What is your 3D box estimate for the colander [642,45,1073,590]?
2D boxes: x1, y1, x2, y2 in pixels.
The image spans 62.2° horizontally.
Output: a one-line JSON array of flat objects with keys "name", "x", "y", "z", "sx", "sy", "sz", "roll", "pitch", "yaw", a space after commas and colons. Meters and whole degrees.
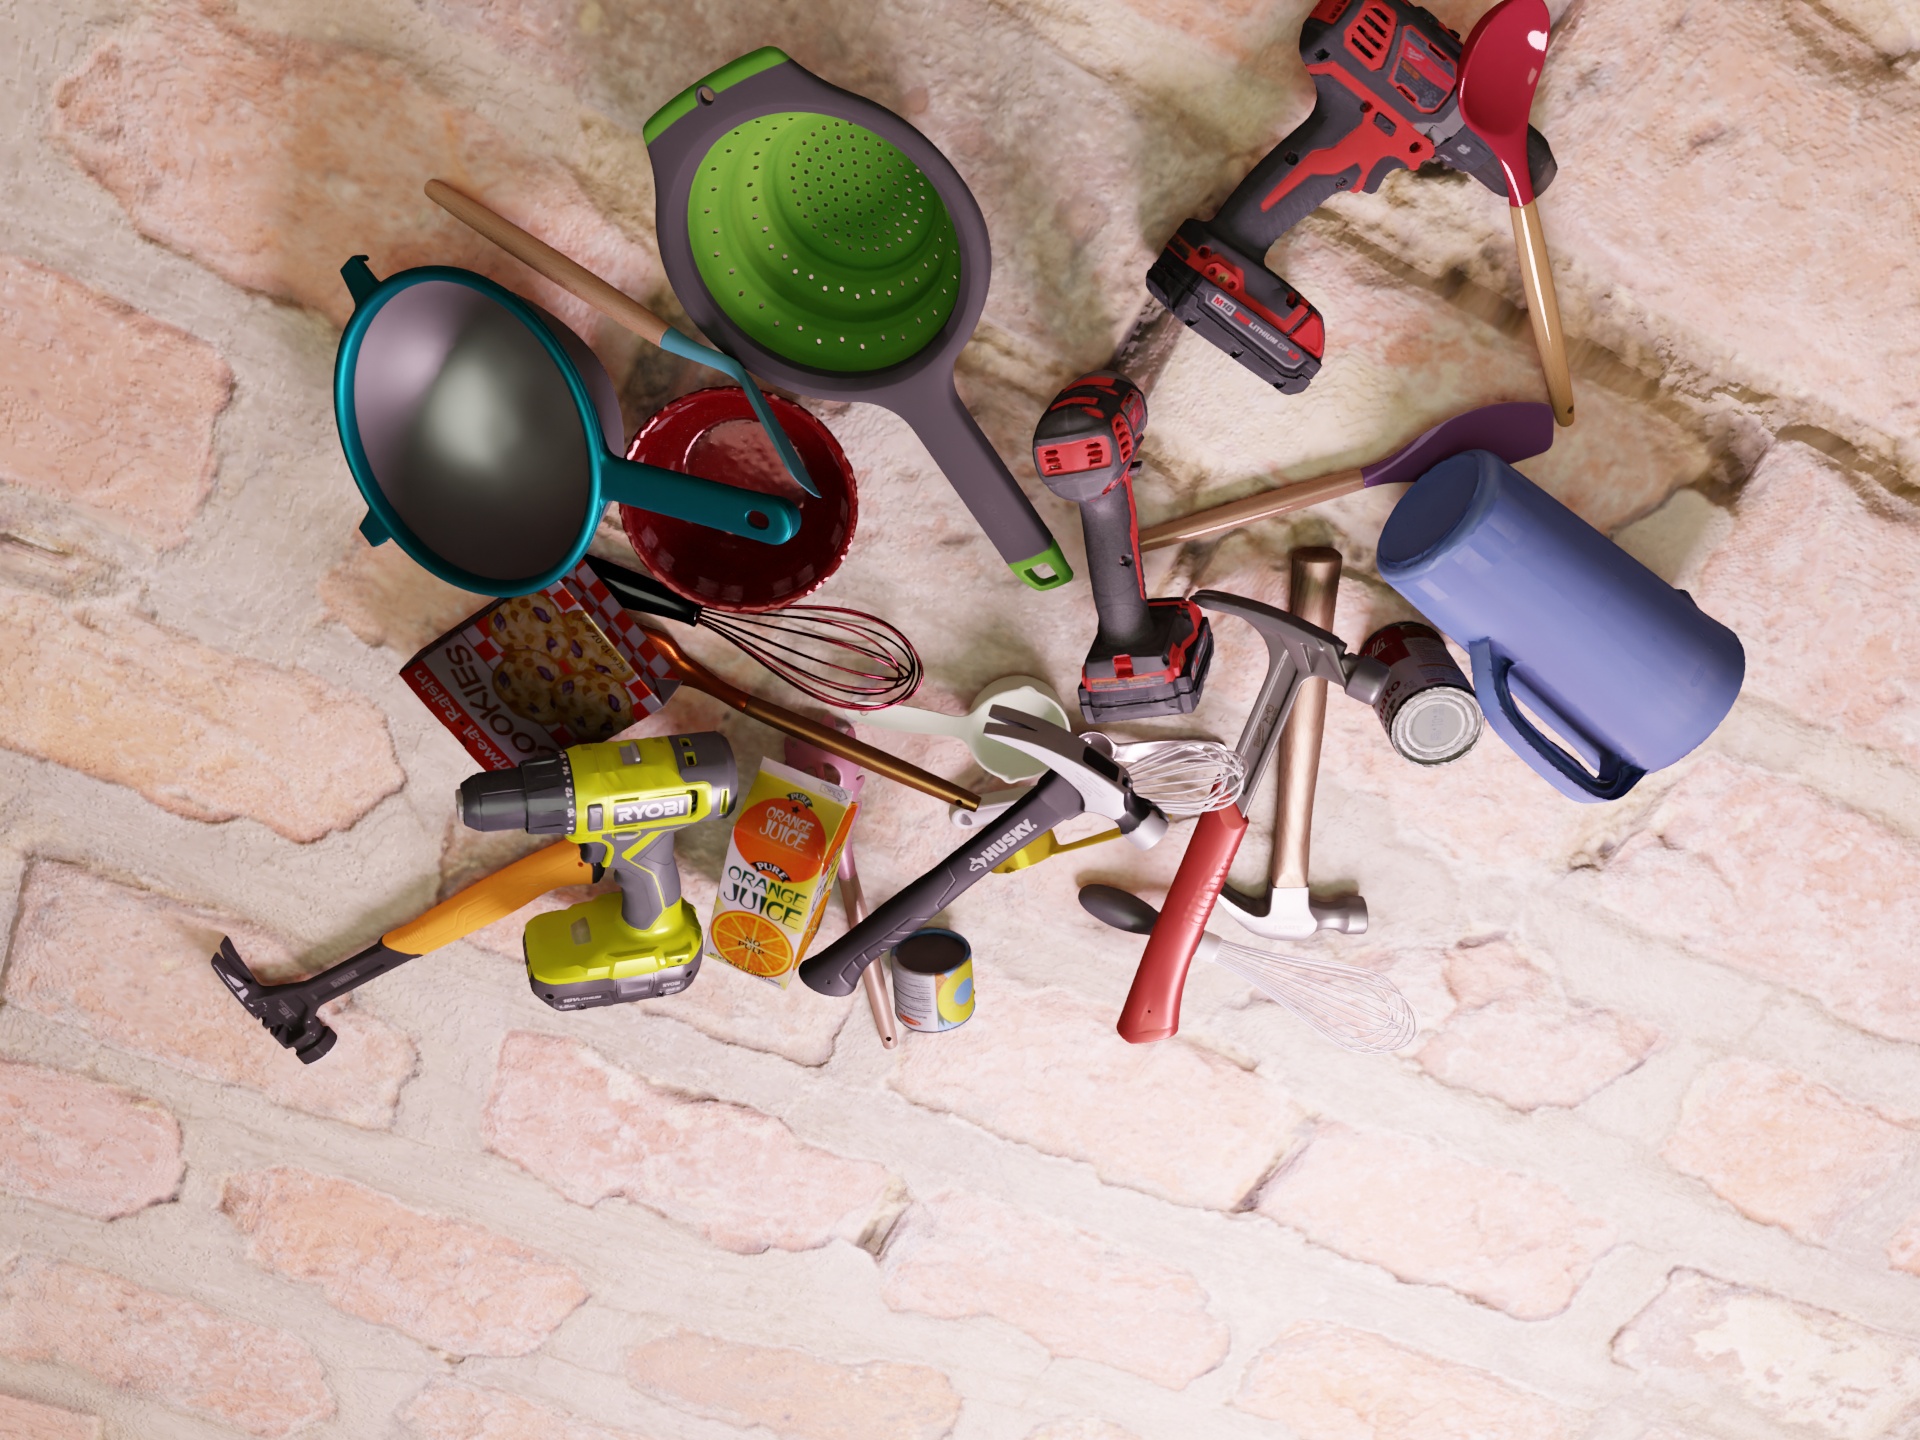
[{"name": "colander", "x": -0.032, "y": -0.250, "z": 1.014, "sx": 0.204, "sy": 0.095, "sz": 0.396, "roll": -17, "pitch": 126, "yaw": 31}]

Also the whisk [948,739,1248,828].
[{"name": "whisk", "x": 0.096, "y": 0.054, "z": 1.171, "sx": 0.246, "sy": 0.059, "sz": 0.057, "roll": -11, "pitch": 122, "yaw": 31}]

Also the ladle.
[{"name": "ladle", "x": 0.354, "y": -0.302, "z": 0.985, "sx": 0.069, "sy": 0.031, "sz": 0.315, "roll": -38, "pitch": 133, "yaw": -5}]

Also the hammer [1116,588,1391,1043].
[{"name": "hammer", "x": 0.181, "y": 0.086, "z": 1.185, "sx": 0.149, "sy": 0.037, "sz": 0.359, "roll": 26, "pitch": 114, "yaw": 16}]

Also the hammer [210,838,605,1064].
[{"name": "hammer", "x": -0.431, "y": 0.164, "z": 1.271, "sx": 0.337, "sy": 0.034, "sz": 0.127, "roll": -26, "pitch": 116, "yaw": 13}]

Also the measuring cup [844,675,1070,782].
[{"name": "measuring cup", "x": -0.002, "y": -0.004, "z": 1.183, "sx": 0.167, "sy": 0.038, "sz": 0.083, "roll": 8, "pitch": 118, "yaw": -3}]

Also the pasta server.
[{"name": "pasta server", "x": -0.084, "y": 0.138, "z": 1.266, "sx": 0.060, "sy": 0.040, "sz": 0.316, "roll": -9, "pitch": 122, "yaw": 4}]

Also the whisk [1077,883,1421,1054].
[{"name": "whisk", "x": 0.225, "y": 0.192, "z": 1.254, "sx": 0.284, "sy": 0.070, "sz": 0.070, "roll": 22, "pitch": 117, "yaw": 7}]

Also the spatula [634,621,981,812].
[{"name": "spatula", "x": -0.137, "y": 0.003, "z": 1.162, "sx": 0.322, "sy": 0.041, "sz": 0.081, "roll": 23, "pitch": 122, "yaw": 2}]

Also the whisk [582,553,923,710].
[{"name": "whisk", "x": -0.168, "y": -0.073, "z": 1.136, "sx": 0.296, "sy": 0.073, "sz": 0.073, "roll": 17, "pitch": 117, "yaw": -2}]

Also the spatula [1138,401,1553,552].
[{"name": "spatula", "x": 0.254, "y": -0.163, "z": 1.107, "sx": 0.316, "sy": 0.018, "sz": 0.059, "roll": -16, "pitch": 138, "yaw": 9}]

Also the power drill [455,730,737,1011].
[{"name": "power drill", "x": -0.268, "y": 0.109, "z": 1.172, "sx": 0.190, "sy": 0.080, "sz": 0.228, "roll": -7, "pitch": 133, "yaw": -21}]

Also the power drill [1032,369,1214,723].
[{"name": "power drill", "x": 0.107, "y": -0.120, "z": 1.054, "sx": 0.078, "sy": 0.143, "sz": 0.219, "roll": -6, "pitch": 115, "yaw": 20}]

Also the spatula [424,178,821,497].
[{"name": "spatula", "x": -0.212, "y": -0.246, "z": 1.000, "sx": 0.317, "sy": 0.082, "sz": 0.044, "roll": 33, "pitch": 94, "yaw": 5}]

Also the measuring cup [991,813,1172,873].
[{"name": "measuring cup", "x": 0.086, "y": 0.081, "z": 1.199, "sx": 0.156, "sy": 0.062, "sz": 0.029, "roll": -18, "pitch": 98, "yaw": 30}]

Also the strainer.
[{"name": "strainer", "x": -0.237, "y": -0.176, "z": 1.013, "sx": 0.340, "sy": 0.095, "sz": 0.210, "roll": 17, "pitch": 119, "yaw": 18}]

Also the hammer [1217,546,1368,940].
[{"name": "hammer", "x": 0.254, "y": 0.026, "z": 1.203, "sx": 0.130, "sy": 0.031, "sz": 0.331, "roll": -2, "pitch": 118, "yaw": 0}]

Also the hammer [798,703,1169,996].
[{"name": "hammer", "x": -0.013, "y": 0.115, "z": 1.177, "sx": 0.146, "sy": 0.035, "sz": 0.334, "roll": 40, "pitch": 125, "yaw": -15}]

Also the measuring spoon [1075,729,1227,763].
[{"name": "measuring spoon", "x": 0.142, "y": 0.020, "z": 1.212, "sx": 0.124, "sy": 0.018, "sz": 0.034, "roll": 0, "pitch": 118, "yaw": -8}]

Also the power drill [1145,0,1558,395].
[{"name": "power drill", "x": 0.246, "y": -0.319, "z": 0.995, "sx": 0.187, "sy": 0.080, "sz": 0.226, "roll": 28, "pitch": 110, "yaw": -22}]
